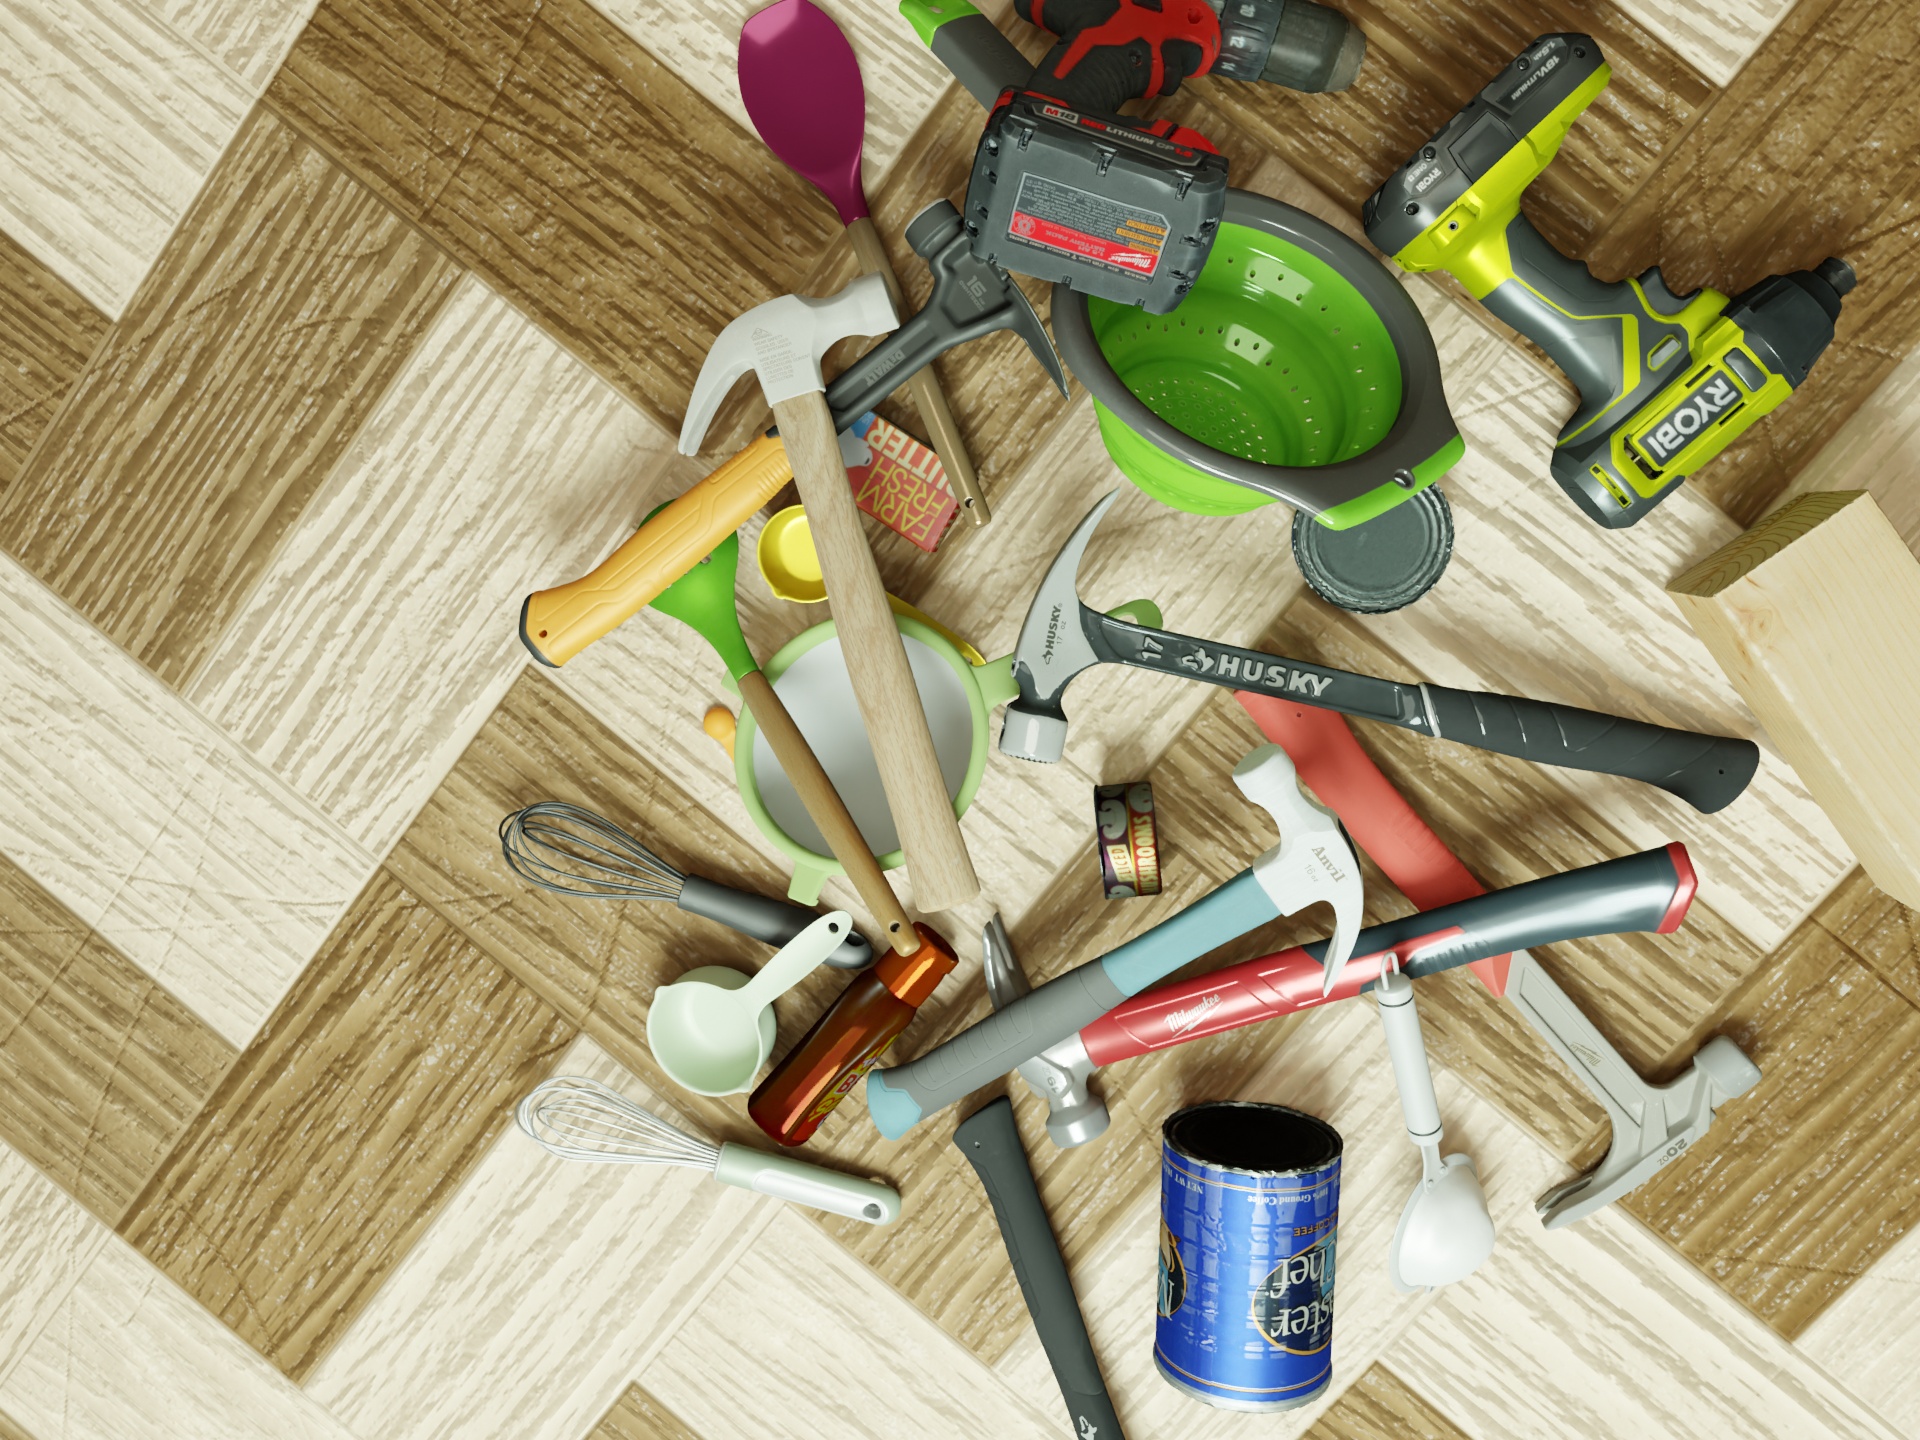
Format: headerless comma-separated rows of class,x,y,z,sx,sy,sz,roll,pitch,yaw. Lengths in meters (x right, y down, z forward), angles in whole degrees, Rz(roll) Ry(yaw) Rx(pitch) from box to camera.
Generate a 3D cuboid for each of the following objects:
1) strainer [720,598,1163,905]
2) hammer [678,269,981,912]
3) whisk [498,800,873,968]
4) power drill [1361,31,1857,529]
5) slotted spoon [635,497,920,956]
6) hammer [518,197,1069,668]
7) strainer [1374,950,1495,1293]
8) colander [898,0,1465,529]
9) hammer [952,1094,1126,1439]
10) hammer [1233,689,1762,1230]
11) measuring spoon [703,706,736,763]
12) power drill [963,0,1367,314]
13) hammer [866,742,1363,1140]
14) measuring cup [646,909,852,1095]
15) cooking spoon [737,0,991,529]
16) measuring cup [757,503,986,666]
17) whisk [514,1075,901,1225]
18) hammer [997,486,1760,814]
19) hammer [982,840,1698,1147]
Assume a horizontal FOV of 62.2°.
strainer,-0.001,-0.003,0.907,0.256,0.069,0.152,-23,71,8
hammer,-0.055,-0.060,0.840,0.130,0.031,0.331,-16,91,7
whisk,-0.166,0.104,0.961,0.239,0.055,0.055,19,100,2
power drill,0.335,-0.235,0.827,0.171,0.080,0.223,-43,94,11
slotted spoon,-0.104,-0.004,0.886,0.070,0.031,0.314,-34,71,4
hammer,-0.102,-0.134,0.877,0.337,0.034,0.127,-37,86,6
strainer,0.257,0.232,0.874,0.087,0.050,0.258,-34,119,-30
colander,0.088,-0.236,0.854,0.204,0.094,0.397,-30,71,-28
hammer,0.072,0.385,0.951,0.146,0.035,0.335,-20,90,37
hammer,0.277,0.115,0.902,0.149,0.037,0.359,-42,91,11
measuring spoon,-0.119,0.042,0.961,0.021,0.011,0.117,-35,92,11
power drill,0.105,-0.311,0.798,0.188,0.080,0.227,17,56,-2
hammer,0.075,0.146,0.880,0.331,0.033,0.128,-34,101,23
measuring cup,-0.117,0.158,0.951,0.167,0.038,0.083,-42,91,22
cooking spoon,-0.048,-0.256,0.895,0.069,0.017,0.319,-22,88,10
measuring cup,-0.049,-0.071,0.934,0.156,0.029,0.062,34,101,-9
whisk,-0.156,0.270,0.981,0.246,0.059,0.057,15,112,1
hammer,0.232,-0.015,0.853,0.409,0.036,0.149,11,92,-5
hammer,0.201,0.124,0.882,0.386,0.038,0.143,-21,95,20
